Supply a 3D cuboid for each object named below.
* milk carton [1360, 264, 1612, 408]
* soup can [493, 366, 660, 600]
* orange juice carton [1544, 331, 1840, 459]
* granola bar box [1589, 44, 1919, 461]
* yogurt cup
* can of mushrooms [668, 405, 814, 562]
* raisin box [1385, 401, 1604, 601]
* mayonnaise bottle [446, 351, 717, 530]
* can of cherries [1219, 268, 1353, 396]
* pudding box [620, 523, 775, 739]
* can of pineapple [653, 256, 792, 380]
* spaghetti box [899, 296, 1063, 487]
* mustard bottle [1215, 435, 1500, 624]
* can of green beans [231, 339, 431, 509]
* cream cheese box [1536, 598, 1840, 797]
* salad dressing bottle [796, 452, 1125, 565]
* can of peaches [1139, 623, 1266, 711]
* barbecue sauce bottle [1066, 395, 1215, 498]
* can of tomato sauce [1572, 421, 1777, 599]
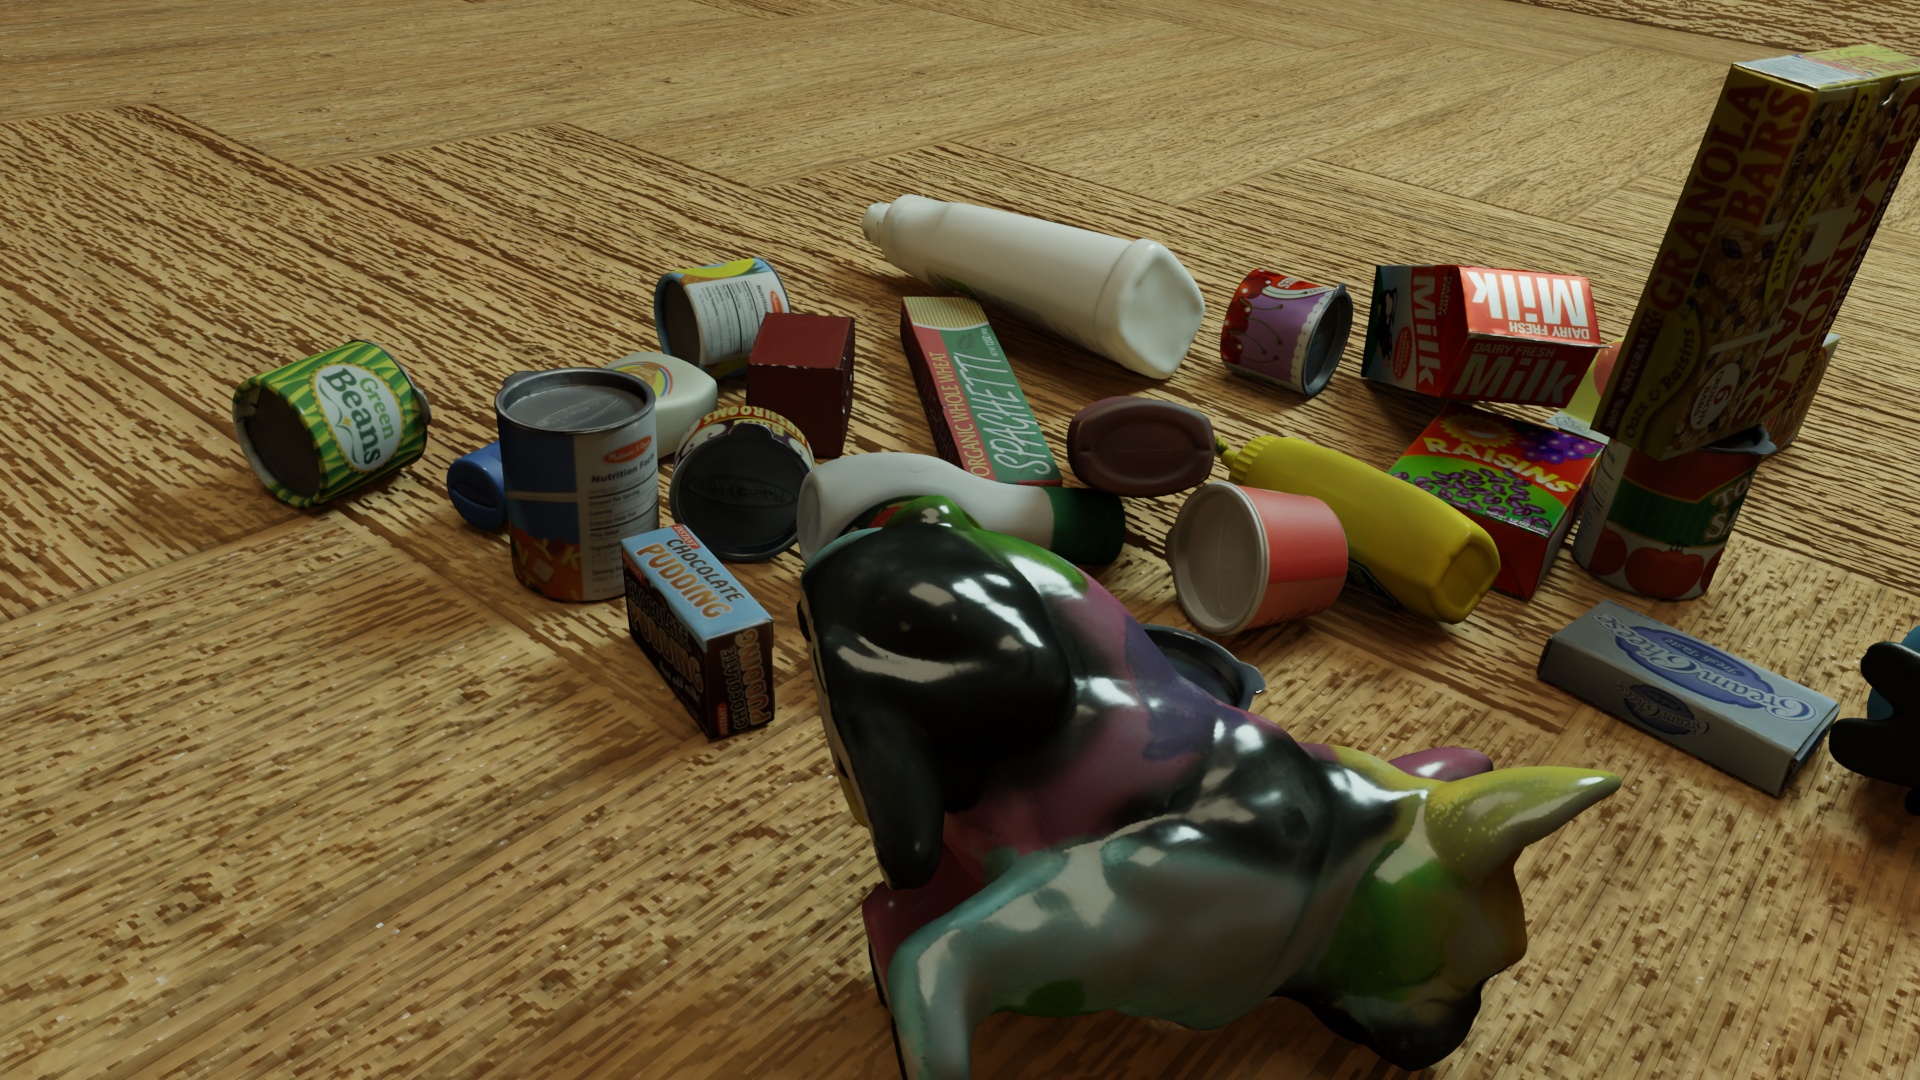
[{"bbox_3d":[0.292,-0.118,0.787,0.072,0.073,0.191,5,11,-2],"label":"milk carton"},{"bbox_3d":[-0.168,-0.026,0.610,0.071,0.083,0.072,4,30,-2],"label":"soup can"},{"bbox_3d":[0.416,-0.078,0.794,0.193,0.072,0.072,-20,39,-35],"label":"orange juice carton"},{"bbox_3d":[0.354,-0.125,0.609,0.125,0.164,0.039,-17,40,-33],"label":"granola bar box"},{"bbox_3d":[0.134,0.007,0.619,0.054,0.072,0.072,-1,30,-26],"label":"yogurt cup"},{"bbox_3d":[-0.099,-0.028,0.637,0.071,0.070,0.033,0,29,-8],"label":"can of mushrooms"},{"bbox_3d":[0.271,-0.024,0.715,0.086,0.039,0.124,21,35,27],"label":"raisin box"},{"bbox_3d":[-0.187,-0.051,0.691,0.065,0.041,0.149,20,33,21],"label":"mayonnaise bottle"},{"bbox_3d":[0.201,-0.131,0.853,0.058,0.071,0.072,24,35,30],"label":"can of cherries"},{"bbox_3d":[-0.104,0.034,0.551,0.030,0.049,0.084,-17,37,-30],"label":"pudding box"},{"bbox_3d":[-0.138,-0.127,0.804,0.058,0.070,0.071,-17,37,-32],"label":"can of pineapple"},{"bbox_3d":[0.006,-0.079,0.780,0.050,0.028,0.251,-2,31,-10],"label":"spaghetti box"},{"bbox_3d":[0.177,-0.015,0.666,0.065,0.049,0.160,37,-2,-44],"label":"mustard bottle"},{"bbox_3d":[-0.298,-0.055,0.657,0.071,0.071,0.058,20,34,24],"label":"can of green beans"},{"bbox_3d":[0.306,0.063,0.587,0.053,0.024,0.104,-23,40,-38],"label":"cream cheese box"},{"bbox_3d":[0.002,-0.008,0.631,0.148,0.064,0.044,1,39,-21],"label":"salad dressing bottle"},{"bbox_3d":[0.071,0.072,0.504,0.071,0.057,0.071,4,30,-2],"label":"can of peaches"},{"bbox_3d":[0.083,-0.049,0.676,0.065,0.043,0.149,-1,7,2],"label":"barbecue sauce bottle"},{"bbox_3d":[0.347,-0.022,0.678,0.071,0.082,0.071,4,31,-2],"label":"can of tomato sauce"}]
